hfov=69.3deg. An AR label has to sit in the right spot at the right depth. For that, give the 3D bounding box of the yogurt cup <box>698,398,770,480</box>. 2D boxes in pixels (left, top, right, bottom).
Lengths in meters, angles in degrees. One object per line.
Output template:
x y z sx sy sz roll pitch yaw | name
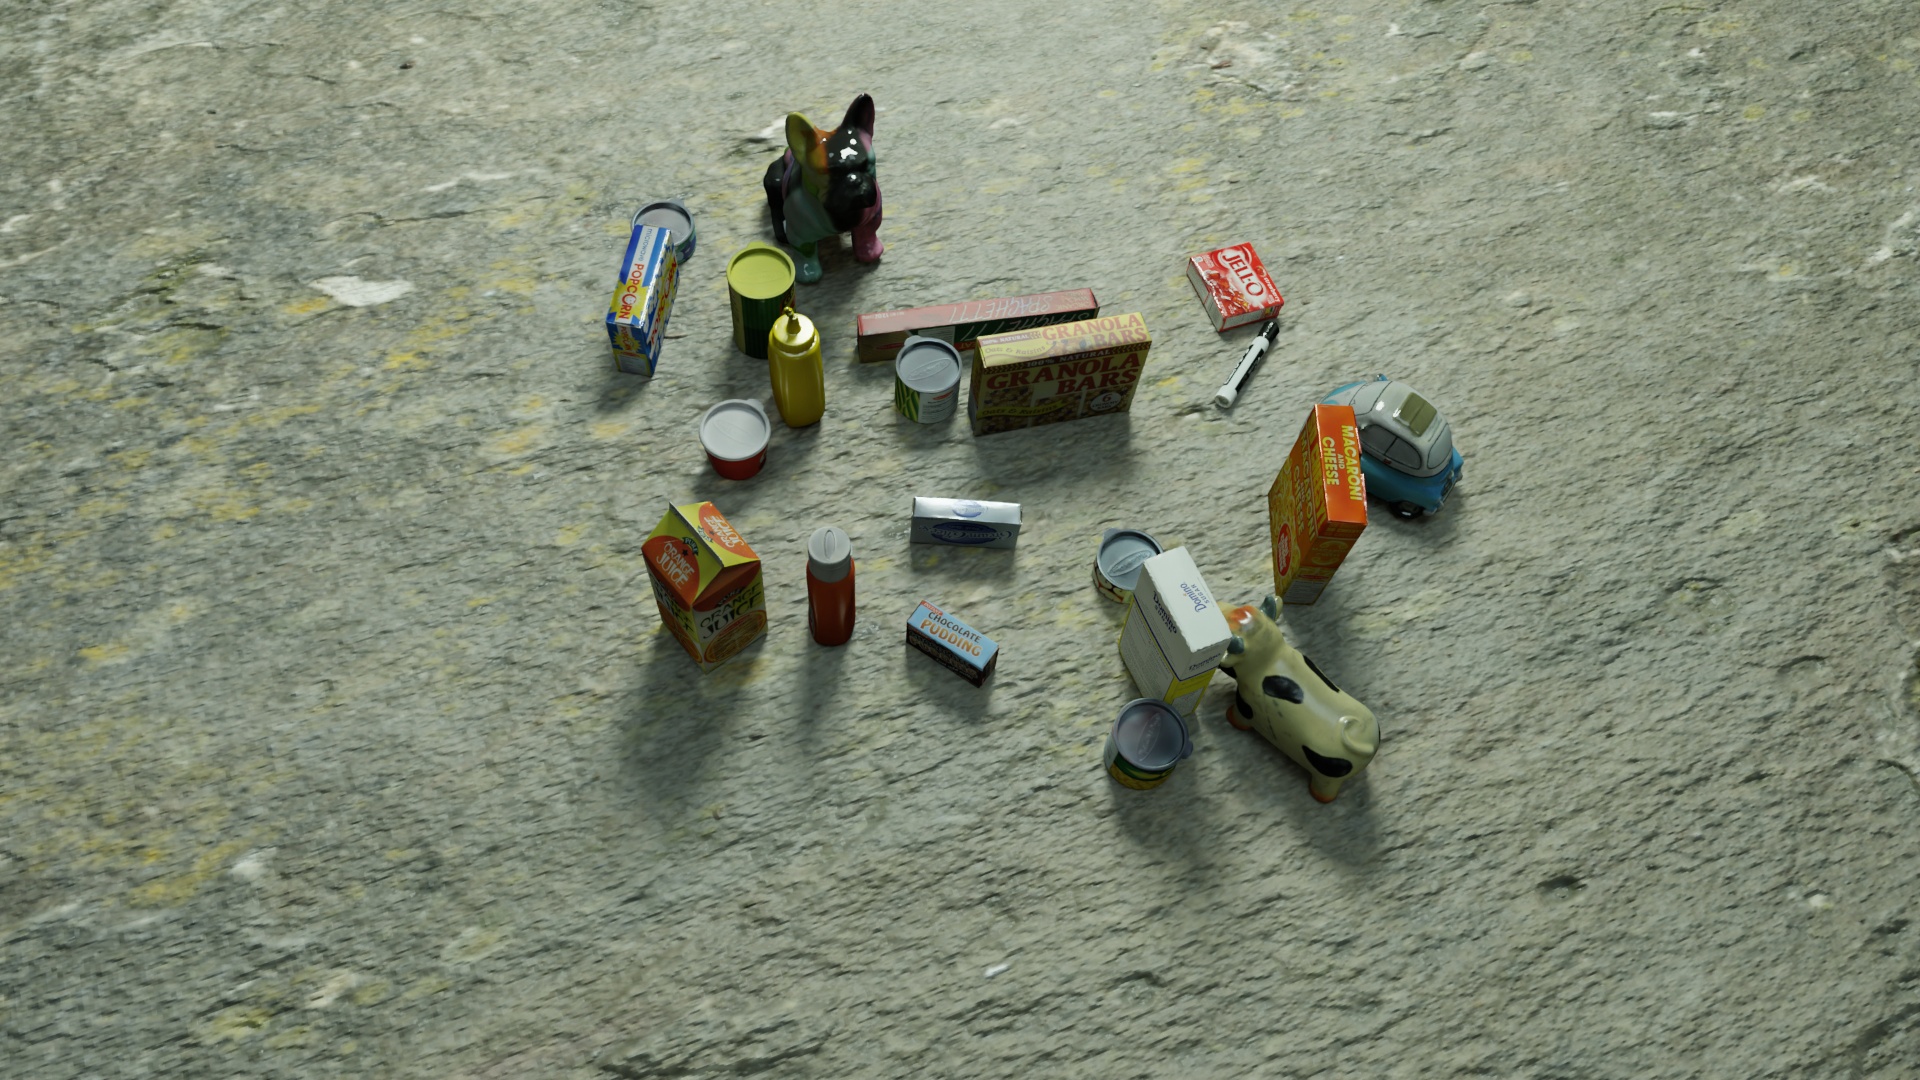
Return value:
-0.216 -0.094 1.339 0.072 0.053 0.073 2 62 -4 | yogurt cup

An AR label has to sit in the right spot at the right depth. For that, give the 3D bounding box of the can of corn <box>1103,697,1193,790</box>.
0.165 0.181 1.223 0.071 0.058 0.071 2 62 -4 | can of corn

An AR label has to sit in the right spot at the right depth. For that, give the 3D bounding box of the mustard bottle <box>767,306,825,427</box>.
-0.157 -0.171 1.325 0.049 0.159 0.065 -17 65 -13 | mustard bottle

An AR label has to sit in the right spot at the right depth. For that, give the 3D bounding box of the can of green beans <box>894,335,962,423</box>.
-0.033 -0.159 1.387 0.071 0.057 0.071 2 62 -4 | can of green beans

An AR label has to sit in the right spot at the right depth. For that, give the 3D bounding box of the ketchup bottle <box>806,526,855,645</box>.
-0.114 0.037 1.225 0.043 0.148 0.065 1 62 -4 | ketchup bottle

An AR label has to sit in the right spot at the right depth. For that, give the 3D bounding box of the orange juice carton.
-0.218 0.035 1.192 0.073 0.191 0.072 -36 71 -20 | orange juice carton

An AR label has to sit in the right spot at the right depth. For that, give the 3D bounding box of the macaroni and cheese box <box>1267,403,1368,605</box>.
0.329 -0.031 1.288 0.040 0.165 0.124 3 62 -3 | macaroni and cheese box

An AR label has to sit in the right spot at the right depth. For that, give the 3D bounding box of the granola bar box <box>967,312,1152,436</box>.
0.093 -0.163 1.362 0.166 0.123 0.039 -10 64 -10 | granola bar box

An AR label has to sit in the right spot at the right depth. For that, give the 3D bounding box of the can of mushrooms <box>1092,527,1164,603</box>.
0.158 0.023 1.320 0.071 0.033 0.071 2 62 -4 | can of mushrooms

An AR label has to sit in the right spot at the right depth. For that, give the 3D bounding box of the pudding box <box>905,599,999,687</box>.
-0.008 0.093 1.260 0.084 0.049 0.030 32 64 12 | pudding box

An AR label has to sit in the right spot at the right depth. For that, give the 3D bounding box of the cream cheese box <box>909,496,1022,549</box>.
0.005 -0.017 1.317 0.104 0.053 0.024 4 62 -3 | cream cheese box

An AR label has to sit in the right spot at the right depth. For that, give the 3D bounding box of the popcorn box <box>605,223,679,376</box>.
-0.317 -0.241 1.391 0.038 0.084 0.127 8 62 0 | popcorn box

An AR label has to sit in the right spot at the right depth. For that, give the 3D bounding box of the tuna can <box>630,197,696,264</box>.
-0.312 -0.326 1.466 0.071 0.032 0.071 2 62 -4 | tuna can

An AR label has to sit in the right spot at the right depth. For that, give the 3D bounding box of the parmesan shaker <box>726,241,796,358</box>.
-0.197 -0.239 1.390 0.071 0.102 0.071 2 62 -4 | parmesan shaker

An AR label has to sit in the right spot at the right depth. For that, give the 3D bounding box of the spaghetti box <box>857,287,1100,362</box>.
0.018 -0.221 1.429 0.250 0.050 0.029 -8 63 -9 | spaghetti box
